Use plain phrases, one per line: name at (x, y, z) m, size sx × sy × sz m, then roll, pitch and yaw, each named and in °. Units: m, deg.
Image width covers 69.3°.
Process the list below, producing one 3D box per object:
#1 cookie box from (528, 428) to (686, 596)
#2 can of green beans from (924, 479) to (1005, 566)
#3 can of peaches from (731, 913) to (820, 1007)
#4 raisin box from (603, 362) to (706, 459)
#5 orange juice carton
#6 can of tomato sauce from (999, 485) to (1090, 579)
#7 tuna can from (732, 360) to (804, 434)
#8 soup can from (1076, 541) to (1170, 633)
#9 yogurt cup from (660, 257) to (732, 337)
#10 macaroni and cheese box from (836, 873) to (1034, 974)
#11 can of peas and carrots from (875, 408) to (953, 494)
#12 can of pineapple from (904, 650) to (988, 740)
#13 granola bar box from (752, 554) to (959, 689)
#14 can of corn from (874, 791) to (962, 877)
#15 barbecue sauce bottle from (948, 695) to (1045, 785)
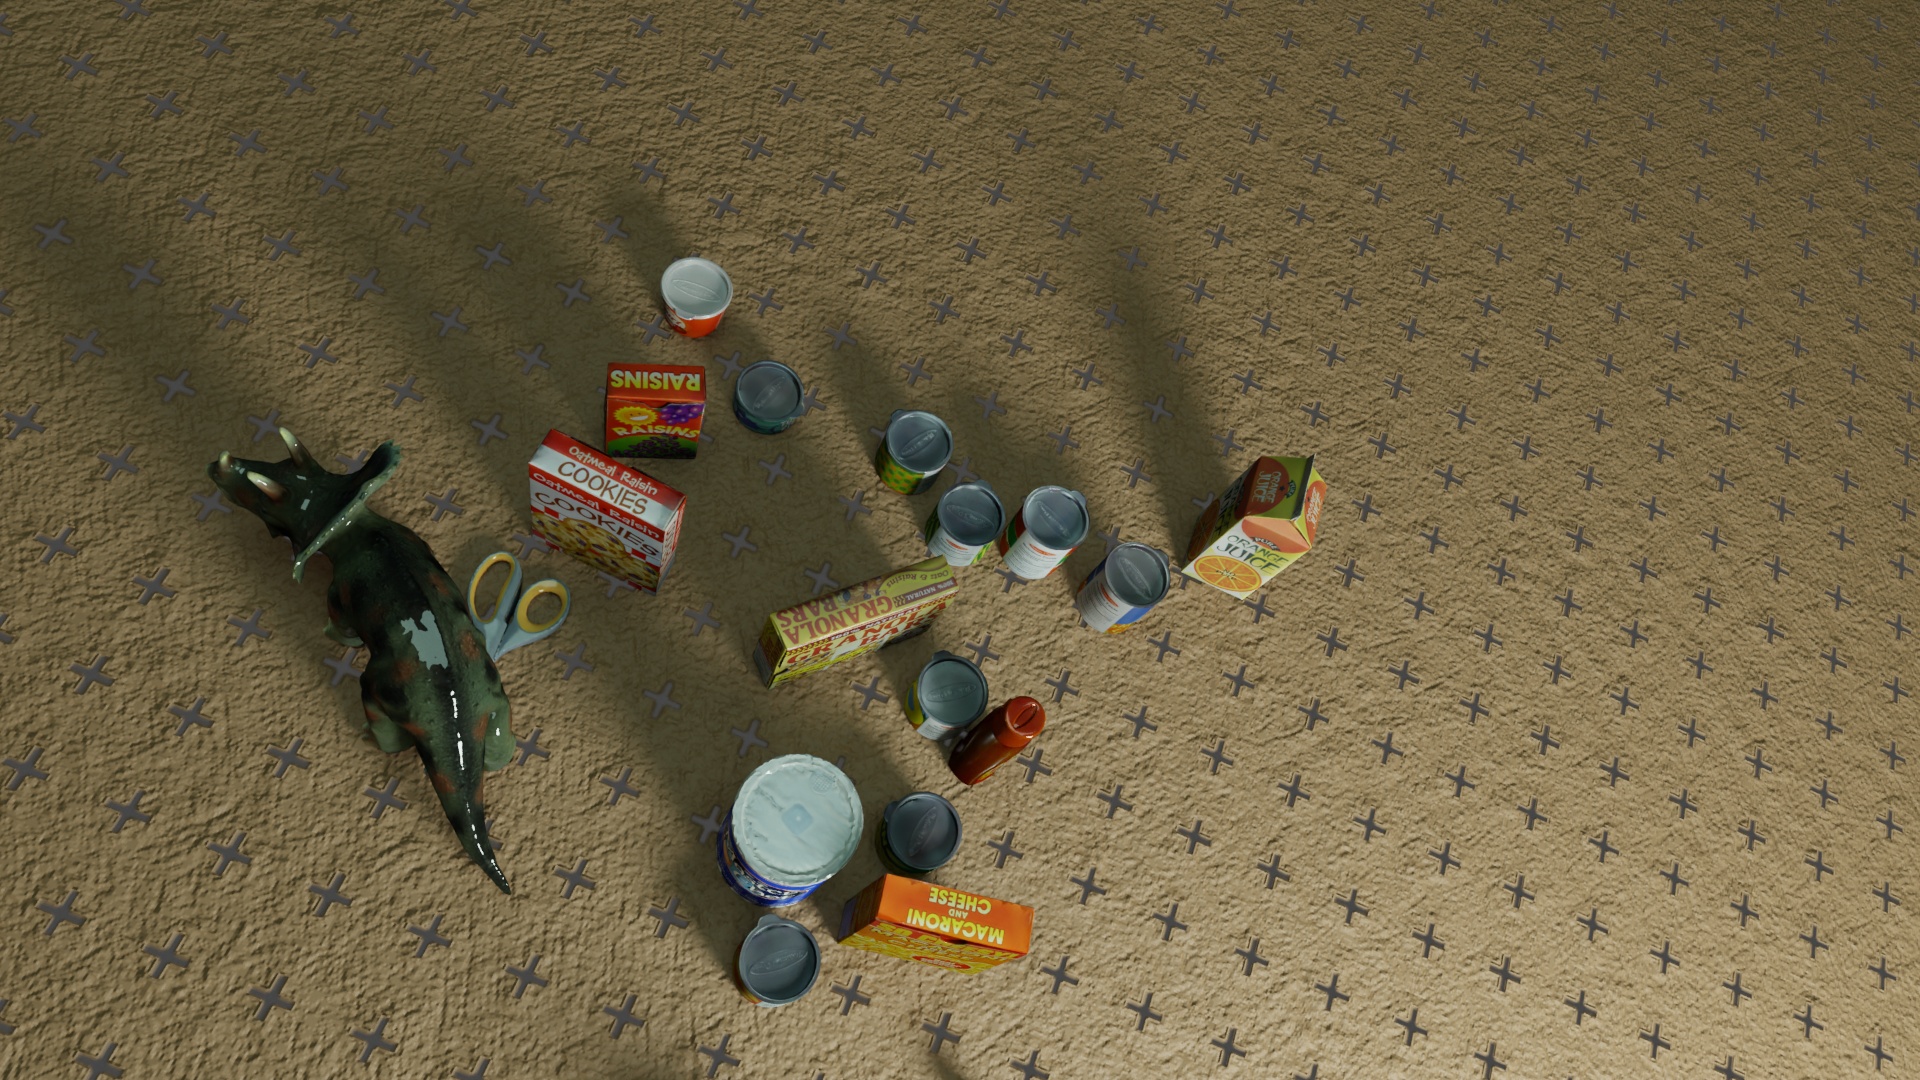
cookie box at (-0.303, -0.021, 1.187) m, size 0.123 × 0.166 × 0.040 m, roll 26°, pitch 64°, yaw -4°
can of green beans at (0.004, -0.015, 1.332) m, size 0.071 × 0.057 × 0.071 m, roll 6°, pitch 67°, yaw -14°
can of peaches at (-0.152, 0.345, 1.138) m, size 0.071 × 0.057 × 0.071 m, roll 6°, pitch 67°, yaw -14°
raisin box at (-0.278, -0.115, 1.257) m, size 0.086 × 0.123 × 0.040 m, roll 1°, pitch 68°, yaw -15°
orange juice carton at (0.290, -0.017, 1.339) m, size 0.073 × 0.192 × 0.072 m, roll 24°, pitch 64°, yaw -5°
can of tomato sauce at (0.081, -0.008, 1.337) m, size 0.071 × 0.082 × 0.071 m, roll 6°, pitch 67°, yaw -14°
tuna can at (-0.184, -0.137, 1.343) m, size 0.071 × 0.032 × 0.071 m, roll 6°, pitch 67°, yaw -14°
soup can at (0.158, 0.045, 1.336) m, size 0.071 × 0.083 × 0.071 m, roll 6°, pitch 67°, yaw -14°
yogurt cup at (-0.258, -0.234, 1.351) m, size 0.072 × 0.053 × 0.072 m, roll 6°, pitch 67°, yaw -14°
macaroni and cheese box at (-0.023, 0.314, 1.127) m, size 0.124 × 0.165 × 0.040 m, roll 16°, pitch 65°, yaw -9°
can of peas and carrots at (-0.048, -0.086, 1.347) m, size 0.071 × 0.058 × 0.071 m, roll 6°, pitch 67°, yaw -14°
can of pineapple at (-0.013, 0.142, 1.262) m, size 0.071 × 0.057 × 0.071 m, roll 6°, pitch 67°, yaw -14°
granola bar box at (-0.094, 0.074, 1.230) m, size 0.166 × 0.123 × 0.039 m, roll -19°, pitch 75°, yaw -22°
can of corn at (-0.040, 0.255, 1.207) m, size 0.071 × 0.058 × 0.071 m, roll 6°, pitch 67°, yaw -14°
barbecue sauce bottle at (0.035, 0.171, 1.212) m, size 0.065 × 0.148 × 0.044 m, roll -40°, pitch 83°, yaw -26°
